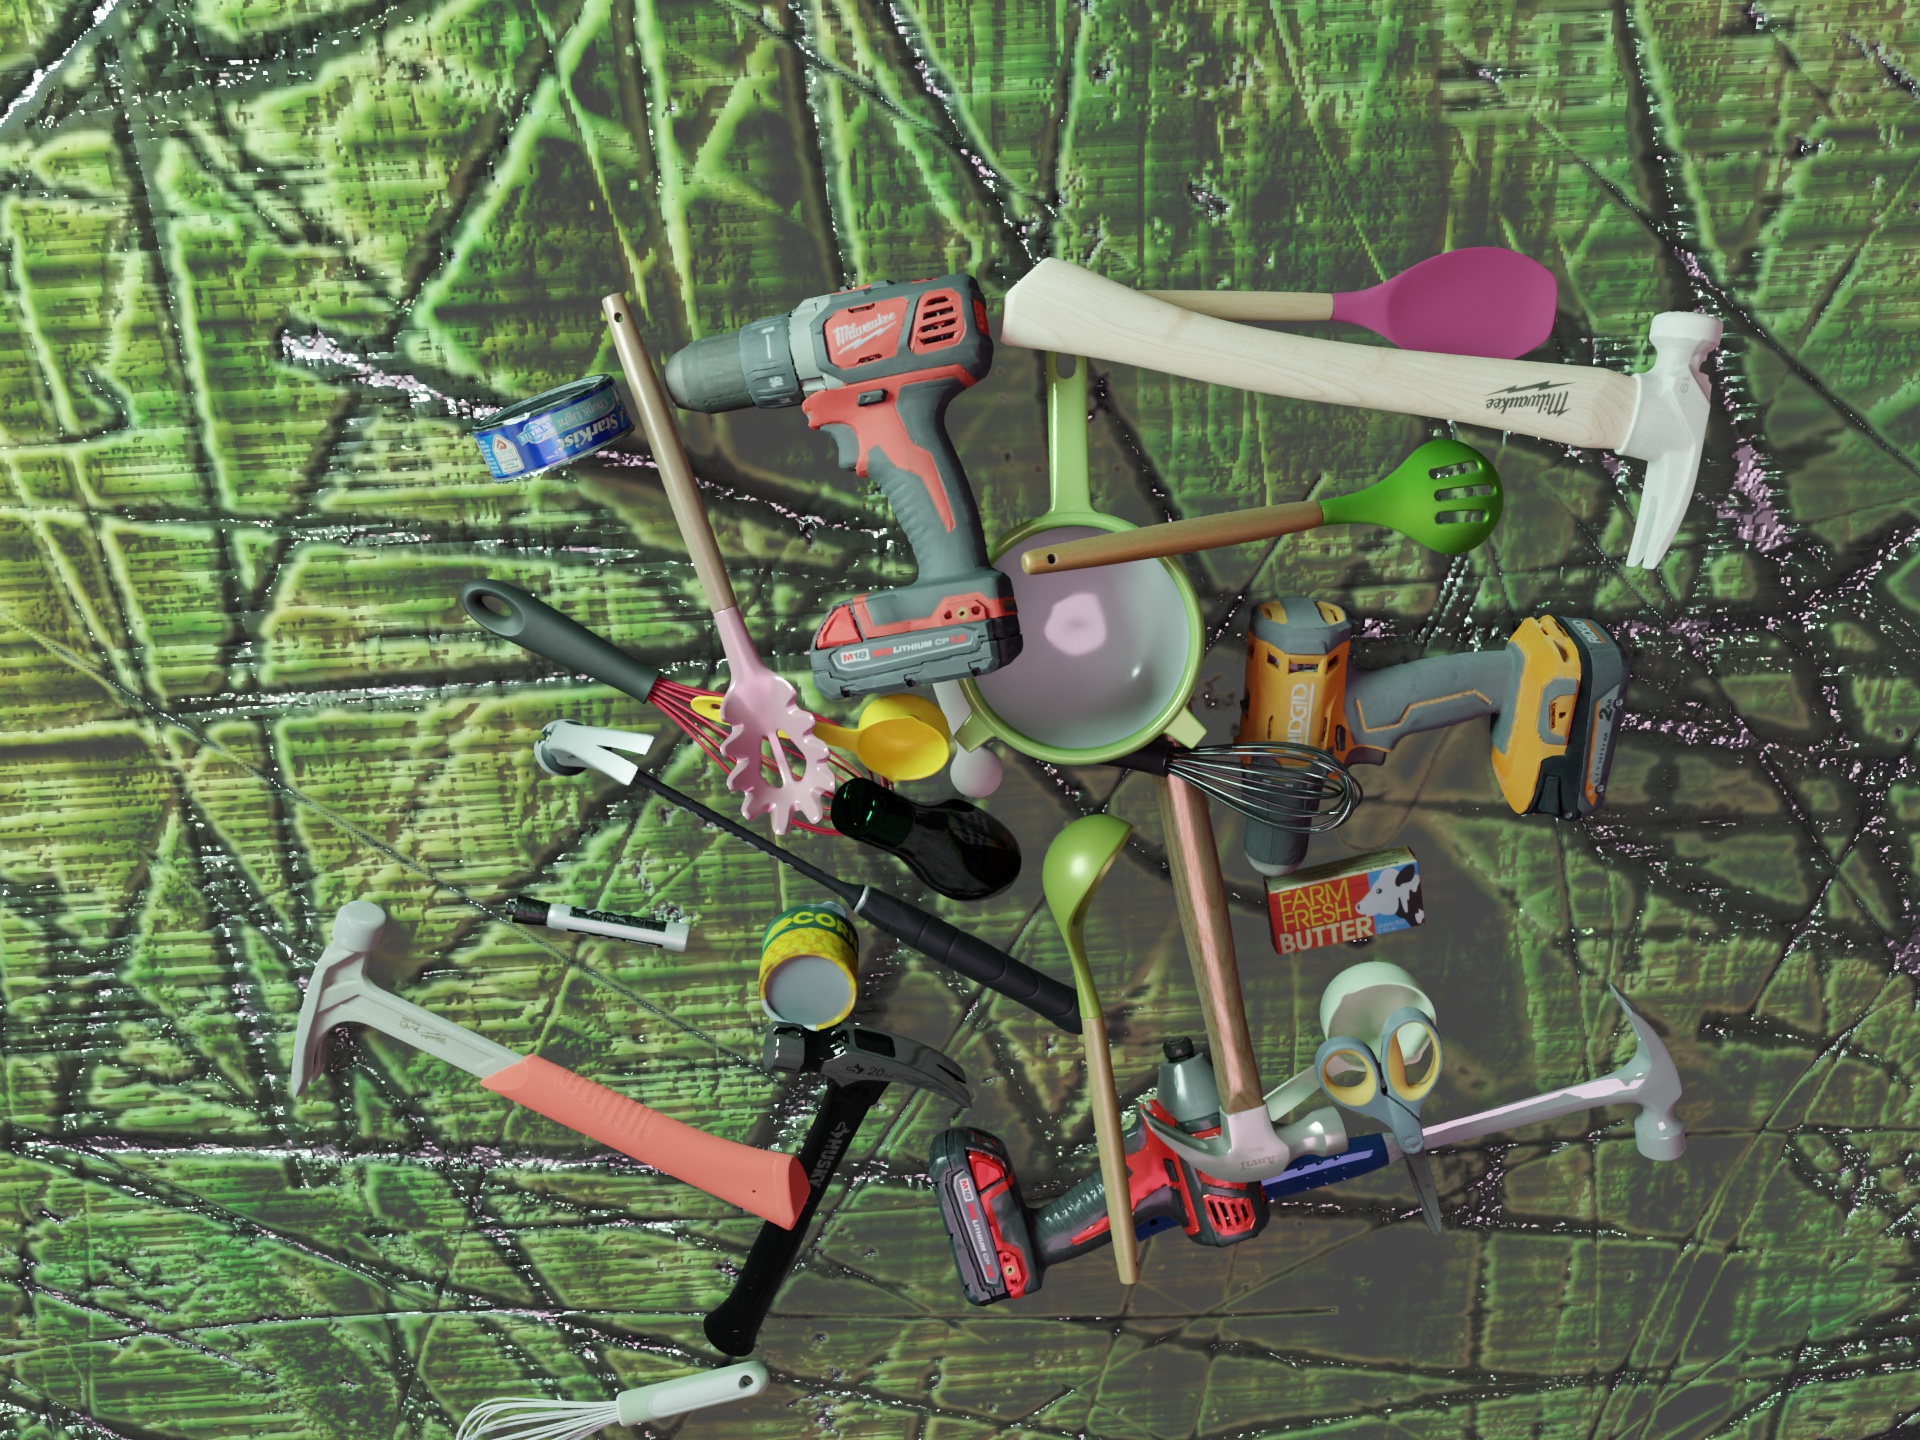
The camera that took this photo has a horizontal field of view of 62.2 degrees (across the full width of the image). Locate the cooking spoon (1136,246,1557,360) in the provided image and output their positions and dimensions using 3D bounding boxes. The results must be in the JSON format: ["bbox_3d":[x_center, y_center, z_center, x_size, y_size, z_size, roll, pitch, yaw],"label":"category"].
[{"bbox_3d":[0.190,-0.241,0.924,0.319,0.017,0.068,0,108,-3],"label":"cooking spoon"}]

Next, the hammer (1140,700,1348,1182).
[{"bbox_3d":[0.162,0.148,1.043,0.130,0.031,0.331,-14,100,-5],"label":"hammer"}]

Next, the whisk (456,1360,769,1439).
[{"bbox_3d":[-0.267,0.529,1.217,0.246,0.059,0.058,-13,86,-2],"label":"whisk"}]

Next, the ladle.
[{"bbox_3d":[0.102,0.219,1.048,0.062,0.078,0.320,-6,97,19],"label":"ladle"}]

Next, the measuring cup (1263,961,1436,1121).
[{"bbox_3d":[0.257,0.232,1.122,0.083,0.038,0.167,41,110,-19],"label":"measuring cup"}]

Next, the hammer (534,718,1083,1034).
[{"bbox_3d":[-0.074,0.105,1.015,0.408,0.149,0.036,31,76,-22],"label":"hammer"}]

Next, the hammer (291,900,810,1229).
[{"bbox_3d":[-0.270,0.254,1.053,0.359,0.037,0.149,24,109,5],"label":"hammer"}]

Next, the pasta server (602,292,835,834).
[{"bbox_3d":[-0.143,-0.089,0.902,0.060,0.040,0.316,-19,97,-1],"label":"pasta server"}]

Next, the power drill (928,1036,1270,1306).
[{"bbox_3d":[0.095,0.314,1.113,0.219,0.078,0.143,-16,89,1],"label":"power drill"}]

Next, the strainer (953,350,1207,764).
[{"bbox_3d":[0.069,-0.104,0.961,0.151,0.069,0.256,-2,96,8],"label":"strainer"}]

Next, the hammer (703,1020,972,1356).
[{"bbox_3d":[-0.110,0.341,1.121,0.146,0.035,0.334,12,122,-20],"label":"hammer"}]

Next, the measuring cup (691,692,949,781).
[{"bbox_3d":[-0.082,-0.002,0.955,0.156,0.029,0.062,12,138,-5],"label":"measuring cup"}]

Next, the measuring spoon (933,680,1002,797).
[{"bbox_3d":[-0.002,-0.003,1.016,0.034,0.018,0.124,-16,112,4],"label":"measuring spoon"}]

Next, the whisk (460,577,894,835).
[{"bbox_3d":[-0.174,-0.010,0.986,0.295,0.073,0.073,28,109,-7],"label":"whisk"}]

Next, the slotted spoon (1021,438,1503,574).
[{"bbox_3d":[0.185,-0.114,0.925,0.313,0.031,0.070,-11,92,-14],"label":"slotted spoon"}]

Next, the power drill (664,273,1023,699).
[{"bbox_3d":[-0.063,-0.129,0.904,0.188,0.080,0.226,-9,94,10],"label":"power drill"}]

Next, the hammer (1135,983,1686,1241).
[{"bbox_3d":[0.318,0.303,1.154,0.405,0.035,0.144,-16,113,4],"label":"hammer"}]

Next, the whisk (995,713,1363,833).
[{"bbox_3d":[0.128,0.025,0.983,0.239,0.055,0.055,12,115,20],"label":"whisk"}]

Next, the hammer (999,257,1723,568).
[{"bbox_3d":[0.224,-0.188,0.906,0.410,0.038,0.146,8,97,-5],"label":"hammer"}]

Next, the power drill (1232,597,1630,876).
[{"bbox_3d":[0.287,0.017,1.009,0.226,0.084,0.185,1,115,1],"label":"power drill"}]
